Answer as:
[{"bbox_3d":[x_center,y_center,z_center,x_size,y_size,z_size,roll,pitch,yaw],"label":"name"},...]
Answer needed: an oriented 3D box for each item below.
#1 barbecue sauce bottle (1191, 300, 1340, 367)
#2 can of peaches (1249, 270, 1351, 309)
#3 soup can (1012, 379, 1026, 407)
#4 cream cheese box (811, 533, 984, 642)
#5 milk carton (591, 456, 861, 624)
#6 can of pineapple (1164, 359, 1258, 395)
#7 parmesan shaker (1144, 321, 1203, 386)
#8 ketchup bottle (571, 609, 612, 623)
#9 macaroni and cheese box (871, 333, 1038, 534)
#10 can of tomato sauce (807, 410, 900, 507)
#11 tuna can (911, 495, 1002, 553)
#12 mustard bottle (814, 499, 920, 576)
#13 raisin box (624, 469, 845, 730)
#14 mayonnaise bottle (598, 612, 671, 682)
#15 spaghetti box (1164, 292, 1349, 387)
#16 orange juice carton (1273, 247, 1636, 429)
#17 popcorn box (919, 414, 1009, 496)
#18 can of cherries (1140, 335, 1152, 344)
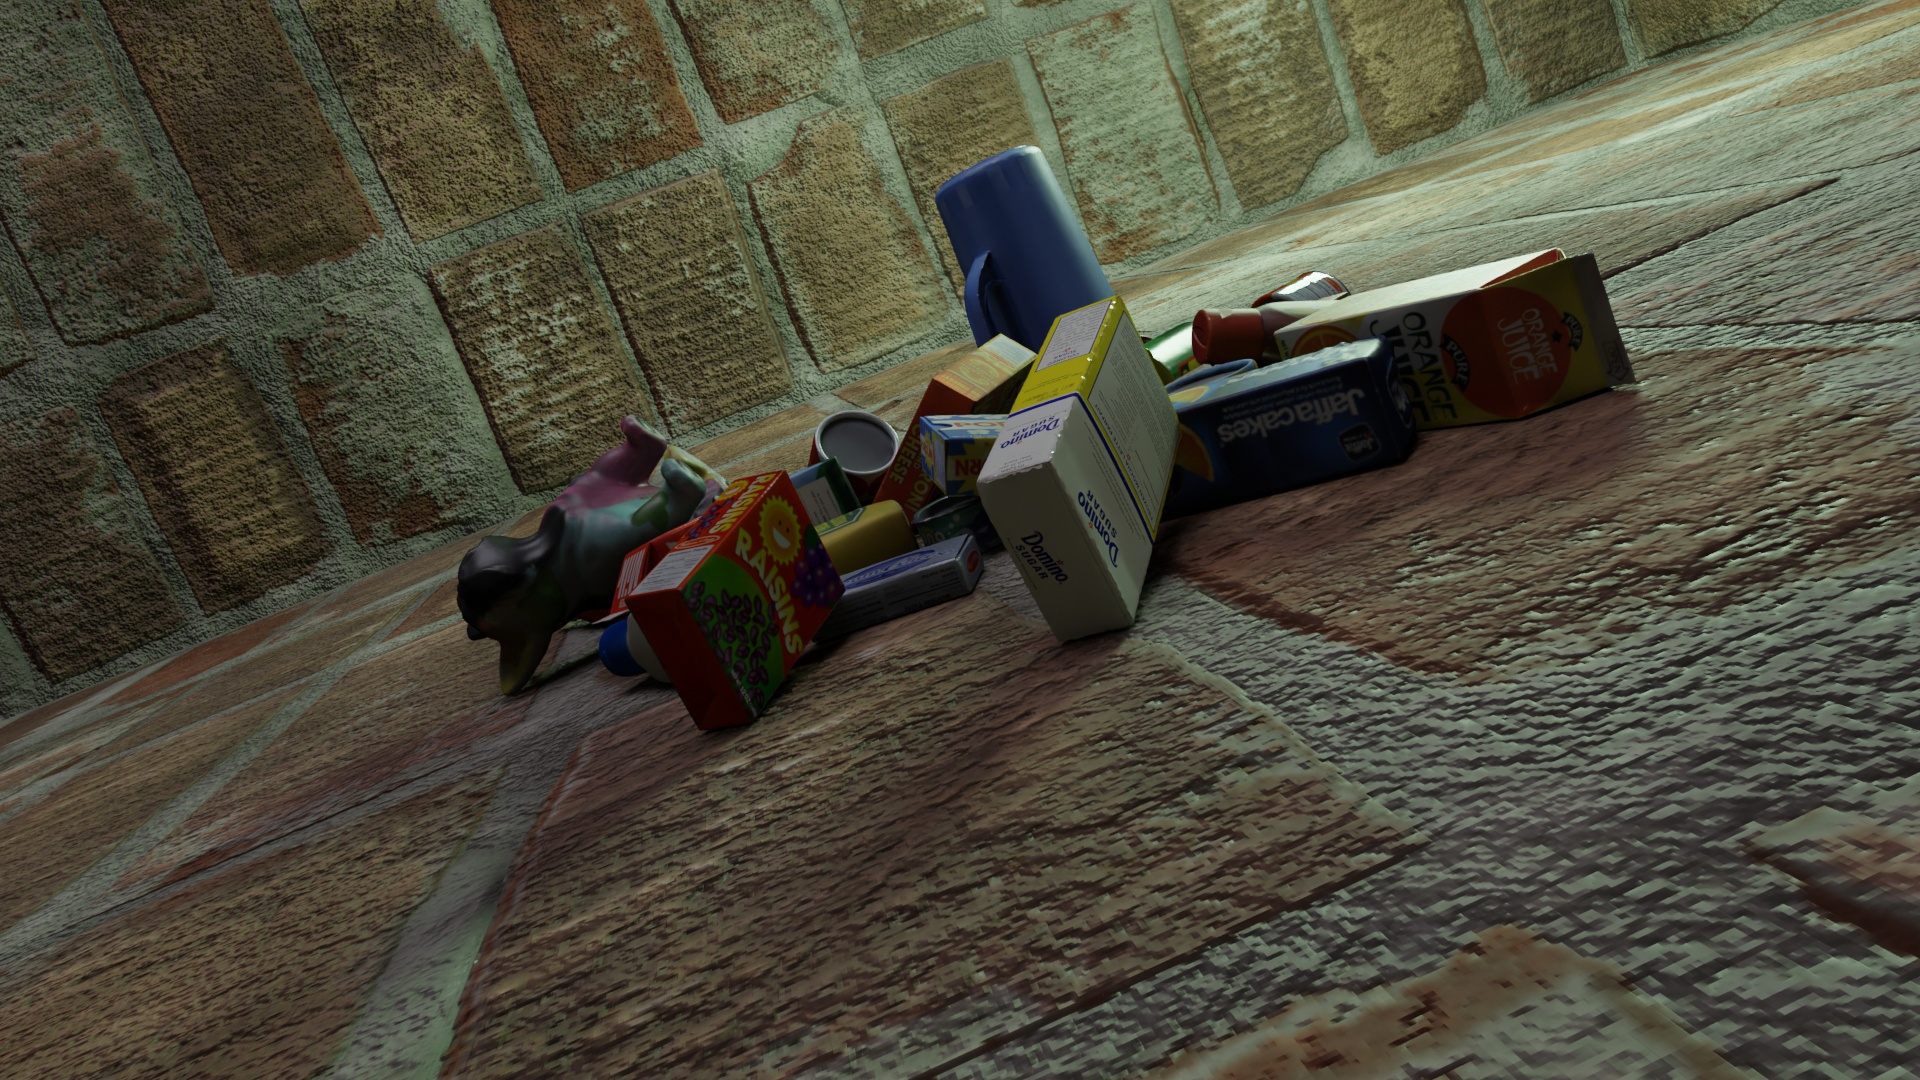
[{"bbox_3d":[0.229,-0.136,0.923,0.149,0.043,0.065,-3,30,-10],"label":"barbecue sauce bottle"},{"bbox_3d":[0.266,-0.169,1.092,0.058,0.071,0.071,-30,14,-35],"label":"can of peaches"},{"bbox_3d":[0.074,-0.089,1.043,0.071,0.071,0.084,-22,11,-2],"label":"soup can"},{"bbox_3d":[-0.041,0.028,0.825,0.104,0.024,0.053,-19,11,14],"label":"cream cheese box"},{"bbox_3d":[-0.163,0.015,0.969,0.191,0.073,0.072,-28,4,-28],"label":"milk carton"},{"bbox_3d":[0.159,-0.074,0.849,0.071,0.057,0.071,-20,11,4],"label":"can of pineapple"},{"bbox_3d":[0.161,-0.127,1.065,0.071,0.071,0.103,-12,14,39],"label":"parmesan shaker"},{"bbox_3d":[-0.299,0.044,1.173,0.148,0.043,0.065,-12,25,43],"label":"ketchup bottle"},{"bbox_3d":[-0.003,-0.083,1.065,0.123,0.040,0.167,-63,-7,25],"label":"macaroni and cheese box"},{"bbox_3d":[-0.087,-0.049,1.064,0.071,0.071,0.082,-28,-25,-32],"label":"can of tomato sauce"},{"bbox_3d":[0.003,-0.011,0.907,0.071,0.032,0.071,-20,11,4],"label":"tuna can"},{"bbox_3d":[-0.107,0.022,0.910,0.160,0.048,0.065,-23,10,-8],"label":"mustard bottle"},{"bbox_3d":[-0.116,0.029,0.743,0.040,0.086,0.124,-12,26,29],"label":"raisin box"},{"bbox_3d":[-0.167,0.055,0.840,0.147,0.064,0.041,-16,9,45],"label":"mayonnaise bottle"},{"bbox_3d":[0.204,-0.112,0.969,0.251,0.050,0.028,-31,13,-38],"label":"spaghetti box"},{"bbox_3d":[0.272,-0.107,0.764,0.073,0.071,0.192,-28,13,-29],"label":"orange juice carton"},{"bbox_3d":[0.043,-0.057,0.895,0.127,0.038,0.085,-2,15,-12],"label":"popcorn box"},{"bbox_3d":[0.137,-0.135,1.165,0.072,0.071,0.058,-29,13,-36],"label":"can of cherries"}]
